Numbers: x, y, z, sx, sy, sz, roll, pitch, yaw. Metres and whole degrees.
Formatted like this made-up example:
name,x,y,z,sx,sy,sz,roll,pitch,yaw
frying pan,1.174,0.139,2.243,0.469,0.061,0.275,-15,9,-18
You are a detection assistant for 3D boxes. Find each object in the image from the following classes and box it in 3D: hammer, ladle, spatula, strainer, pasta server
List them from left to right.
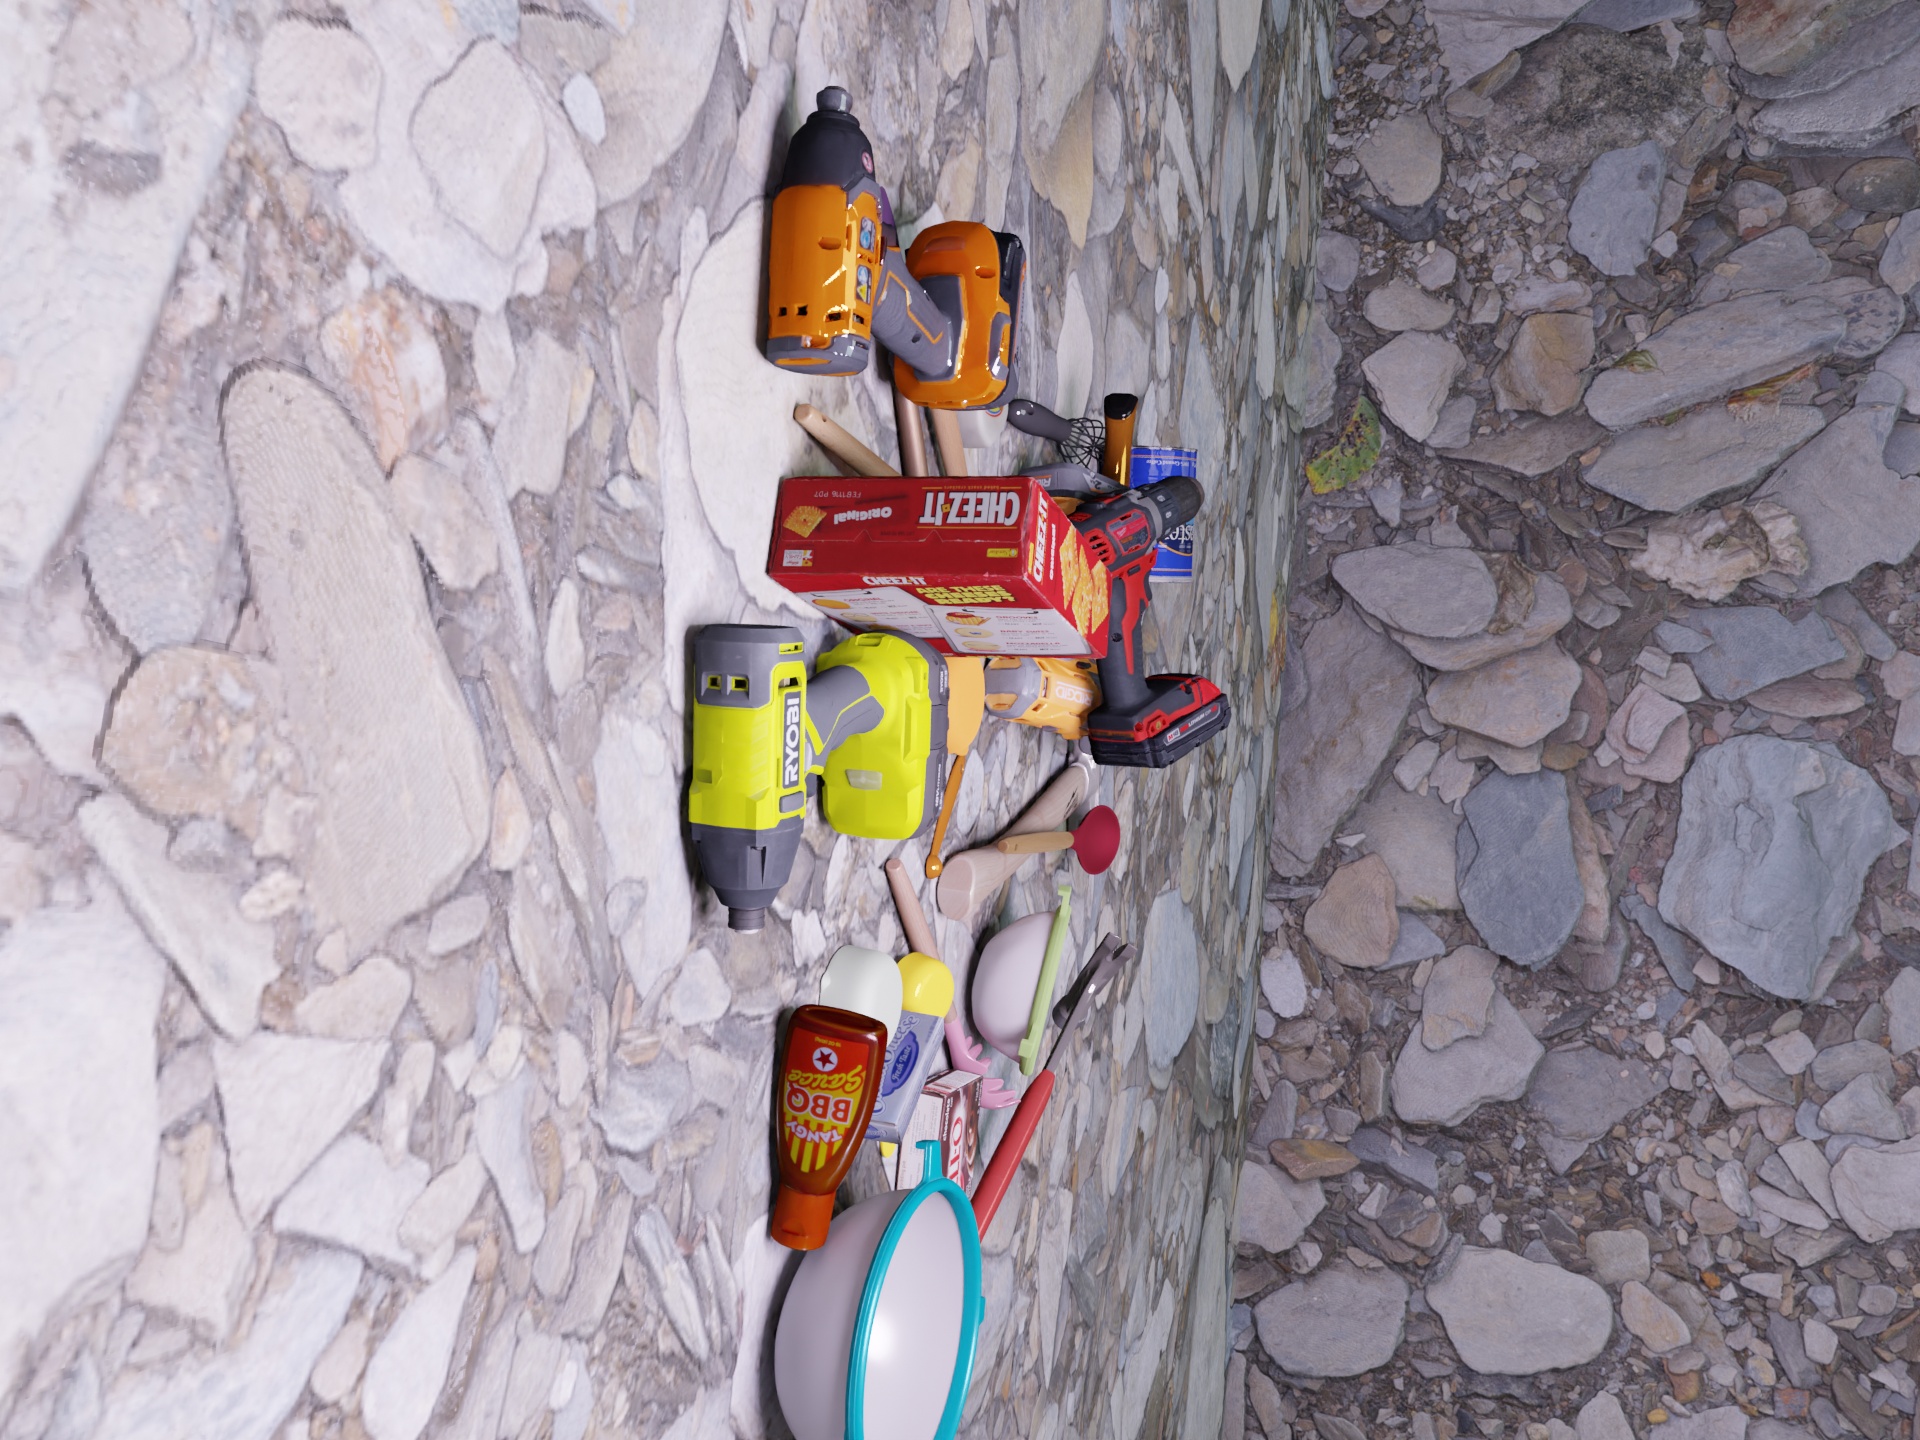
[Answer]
name,x,y,z,sx,sy,sz,roll,pitch,yaw
strainer,-0.085,0.445,1.013,0.340,0.095,0.210,-60,146,-48
spatula,-0.036,-0.217,1.134,0.060,0.018,0.315,-63,150,-57
ladle,-0.017,-0.152,1.106,0.320,0.062,0.078,30,44,-60
pasta server,-0.009,0.216,1.271,0.040,0.060,0.315,-28,132,-13
spatula,0.006,-0.188,1.214,0.082,0.044,0.317,-44,142,-27
strainer,0.046,0.246,1.422,0.256,0.069,0.152,95,10,-66
hammer,0.058,0.350,1.395,0.359,0.037,0.149,-57,175,-41
hammer,0.063,0.112,1.464,0.410,0.038,0.146,-32,125,-66
ladle,0.090,0.111,1.446,0.315,0.031,0.069,8,89,-69
hammer,0.145,-0.142,1.519,0.127,0.034,0.336,-50,143,-70

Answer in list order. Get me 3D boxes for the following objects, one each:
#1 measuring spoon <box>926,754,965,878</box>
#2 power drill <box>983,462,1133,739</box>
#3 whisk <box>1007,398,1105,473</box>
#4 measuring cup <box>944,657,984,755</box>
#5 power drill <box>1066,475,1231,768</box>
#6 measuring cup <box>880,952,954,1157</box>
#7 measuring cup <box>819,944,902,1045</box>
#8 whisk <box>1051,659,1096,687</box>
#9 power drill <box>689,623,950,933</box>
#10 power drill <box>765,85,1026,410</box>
name,x,y,z,sx,sy,sz,roll,pitch,yaw
measuring spoon,-0.008,0.076,1.282,0.021,0.011,0.117,68,32,-52
power drill,0.110,-0.095,1.408,0.185,0.084,0.226,15,79,-42
whisk,0.091,-0.263,1.459,0.239,0.055,0.055,-2,95,-67
measuring cup,-0.002,-0.004,1.221,0.173,0.052,0.095,47,50,-62
power drill,0.161,-0.091,1.357,0.188,0.080,0.226,-30,111,-39
measuring cup,-0.036,0.254,1.196,0.062,0.029,0.156,10,88,-52
measuring cup,-0.075,0.234,1.079,0.083,0.038,0.168,63,34,-56
whisk,0.103,-0.053,1.544,0.245,0.047,0.051,-10,113,-75
power drill,-0.086,0.025,0.957,0.223,0.080,0.171,-13,106,-66
power drill,-0.039,-0.285,0.998,0.226,0.084,0.164,0,94,-62
